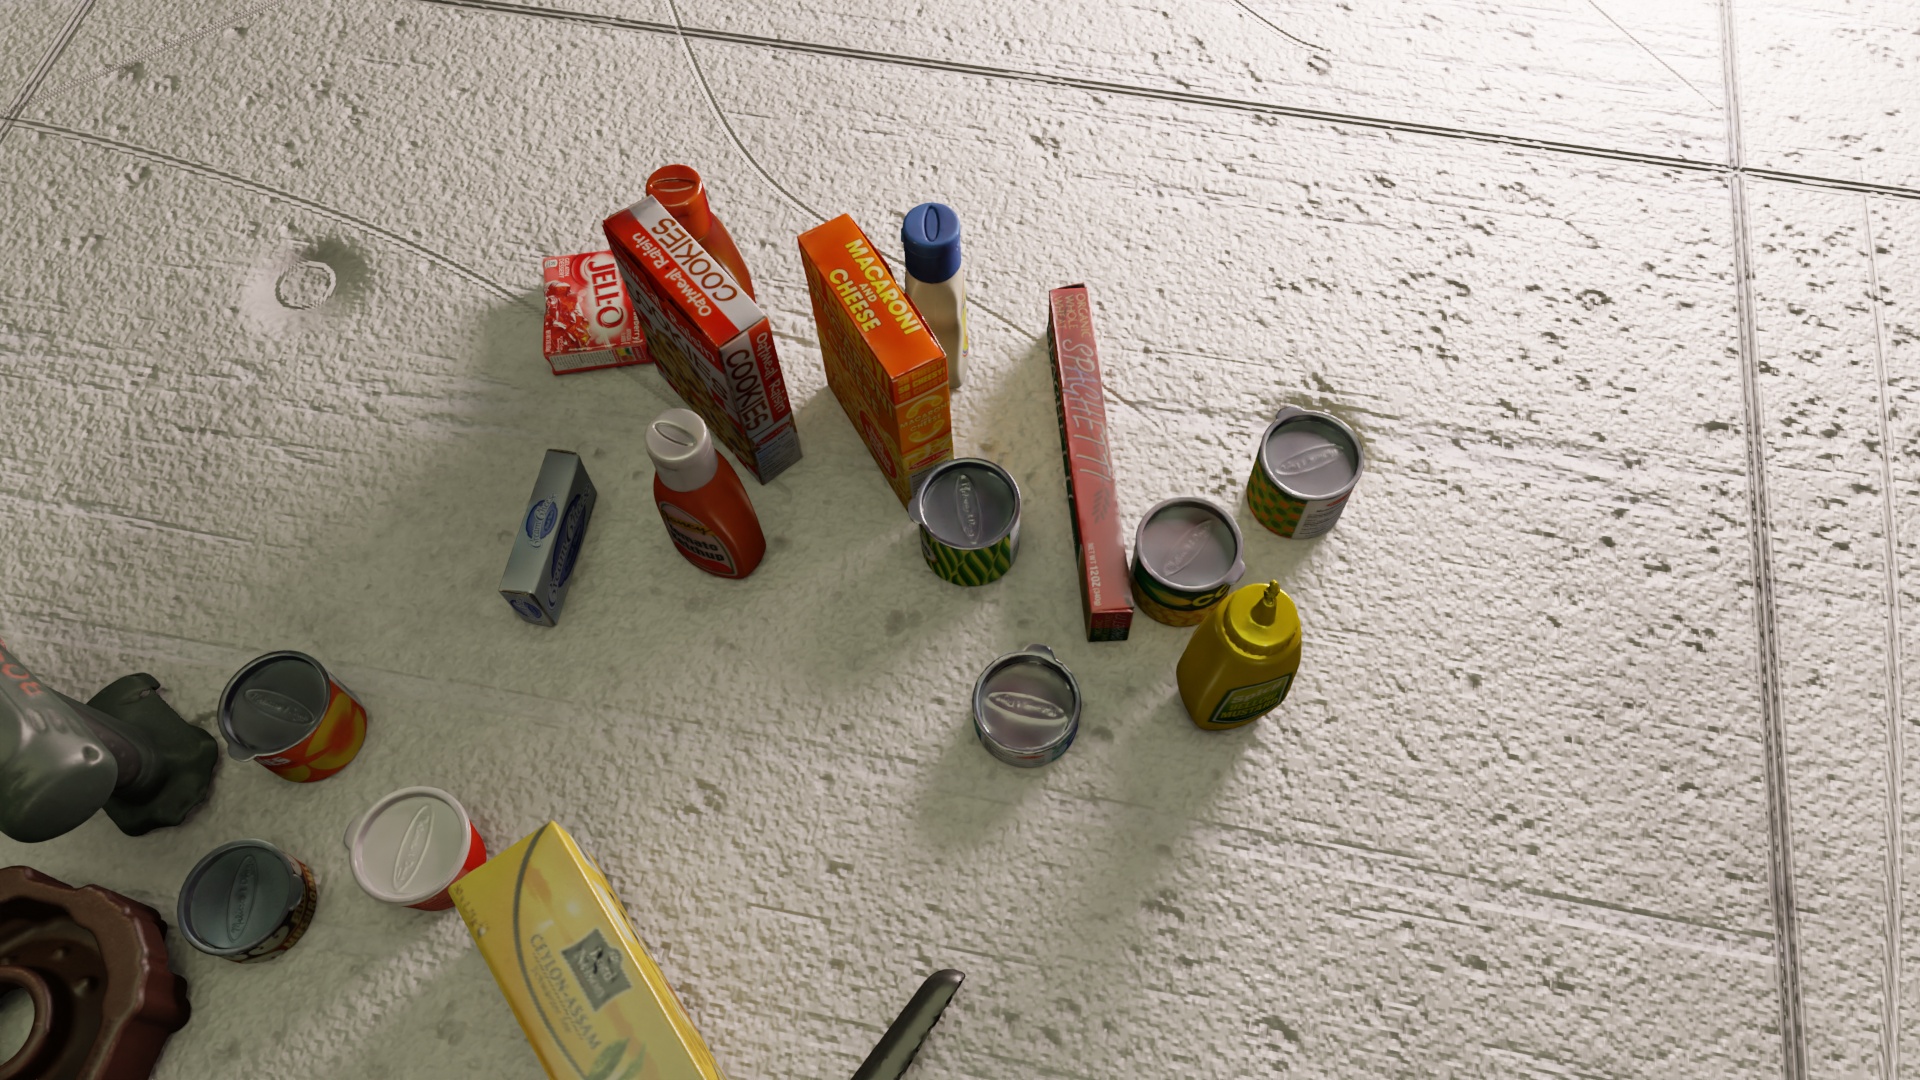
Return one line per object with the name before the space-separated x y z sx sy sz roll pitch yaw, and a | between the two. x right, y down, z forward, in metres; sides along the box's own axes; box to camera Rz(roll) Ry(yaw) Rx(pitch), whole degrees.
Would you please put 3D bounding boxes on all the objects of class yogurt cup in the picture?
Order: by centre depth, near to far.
yogurt cup | -0.311 0.182 0.806 0.072 0.053 0.072 -1 63 1

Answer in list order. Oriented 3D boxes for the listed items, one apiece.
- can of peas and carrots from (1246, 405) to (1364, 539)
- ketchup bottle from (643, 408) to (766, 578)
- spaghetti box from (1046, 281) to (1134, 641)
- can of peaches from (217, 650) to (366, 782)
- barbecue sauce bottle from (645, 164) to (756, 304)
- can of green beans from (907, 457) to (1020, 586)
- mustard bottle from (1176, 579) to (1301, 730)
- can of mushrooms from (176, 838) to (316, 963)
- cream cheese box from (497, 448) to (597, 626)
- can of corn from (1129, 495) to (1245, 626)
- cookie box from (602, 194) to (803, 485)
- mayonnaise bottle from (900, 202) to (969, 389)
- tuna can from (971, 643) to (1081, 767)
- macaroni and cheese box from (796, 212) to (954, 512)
can of peas and carrots | 0.222 -0.044 0.906 0.071 0.058 0.071 -1 63 1
ketchup bottle | -0.161 -0.029 0.857 0.065 0.148 0.044 24 67 13
spaghetti box | 0.084 -0.056 0.920 0.029 0.050 0.251 -5 63 -1
can of peaches | -0.405 0.110 0.843 0.071 0.057 0.071 -1 63 1
barbecue sauce bottle | -0.179 -0.192 0.940 0.065 0.148 0.044 -2 64 0
can of green beans | 0.006 -0.011 0.895 0.071 0.057 0.071 -1 63 1
mustard bottle | 0.164 0.063 0.797 0.065 0.159 0.049 -16 64 -6
can of mushrooms | -0.410 0.210 0.806 0.071 0.033 0.071 0 63 1
cream cheese box | -0.265 -0.001 0.899 0.024 0.053 0.104 8 64 5
can of corn | 0.143 0.016 0.878 0.071 0.058 0.071 -1 63 1
cookie box | -0.163 -0.124 0.895 0.040 0.166 0.123 -38 68 -16
mayonnaise bottle | -0.016 -0.162 0.922 0.041 0.147 0.065 -2 63 1
tuna can | 0.041 0.101 0.851 0.071 0.032 0.071 0 63 1
macaroni and cheese box | -0.050 -0.109 0.885 0.040 0.165 0.124 -28 66 -12
